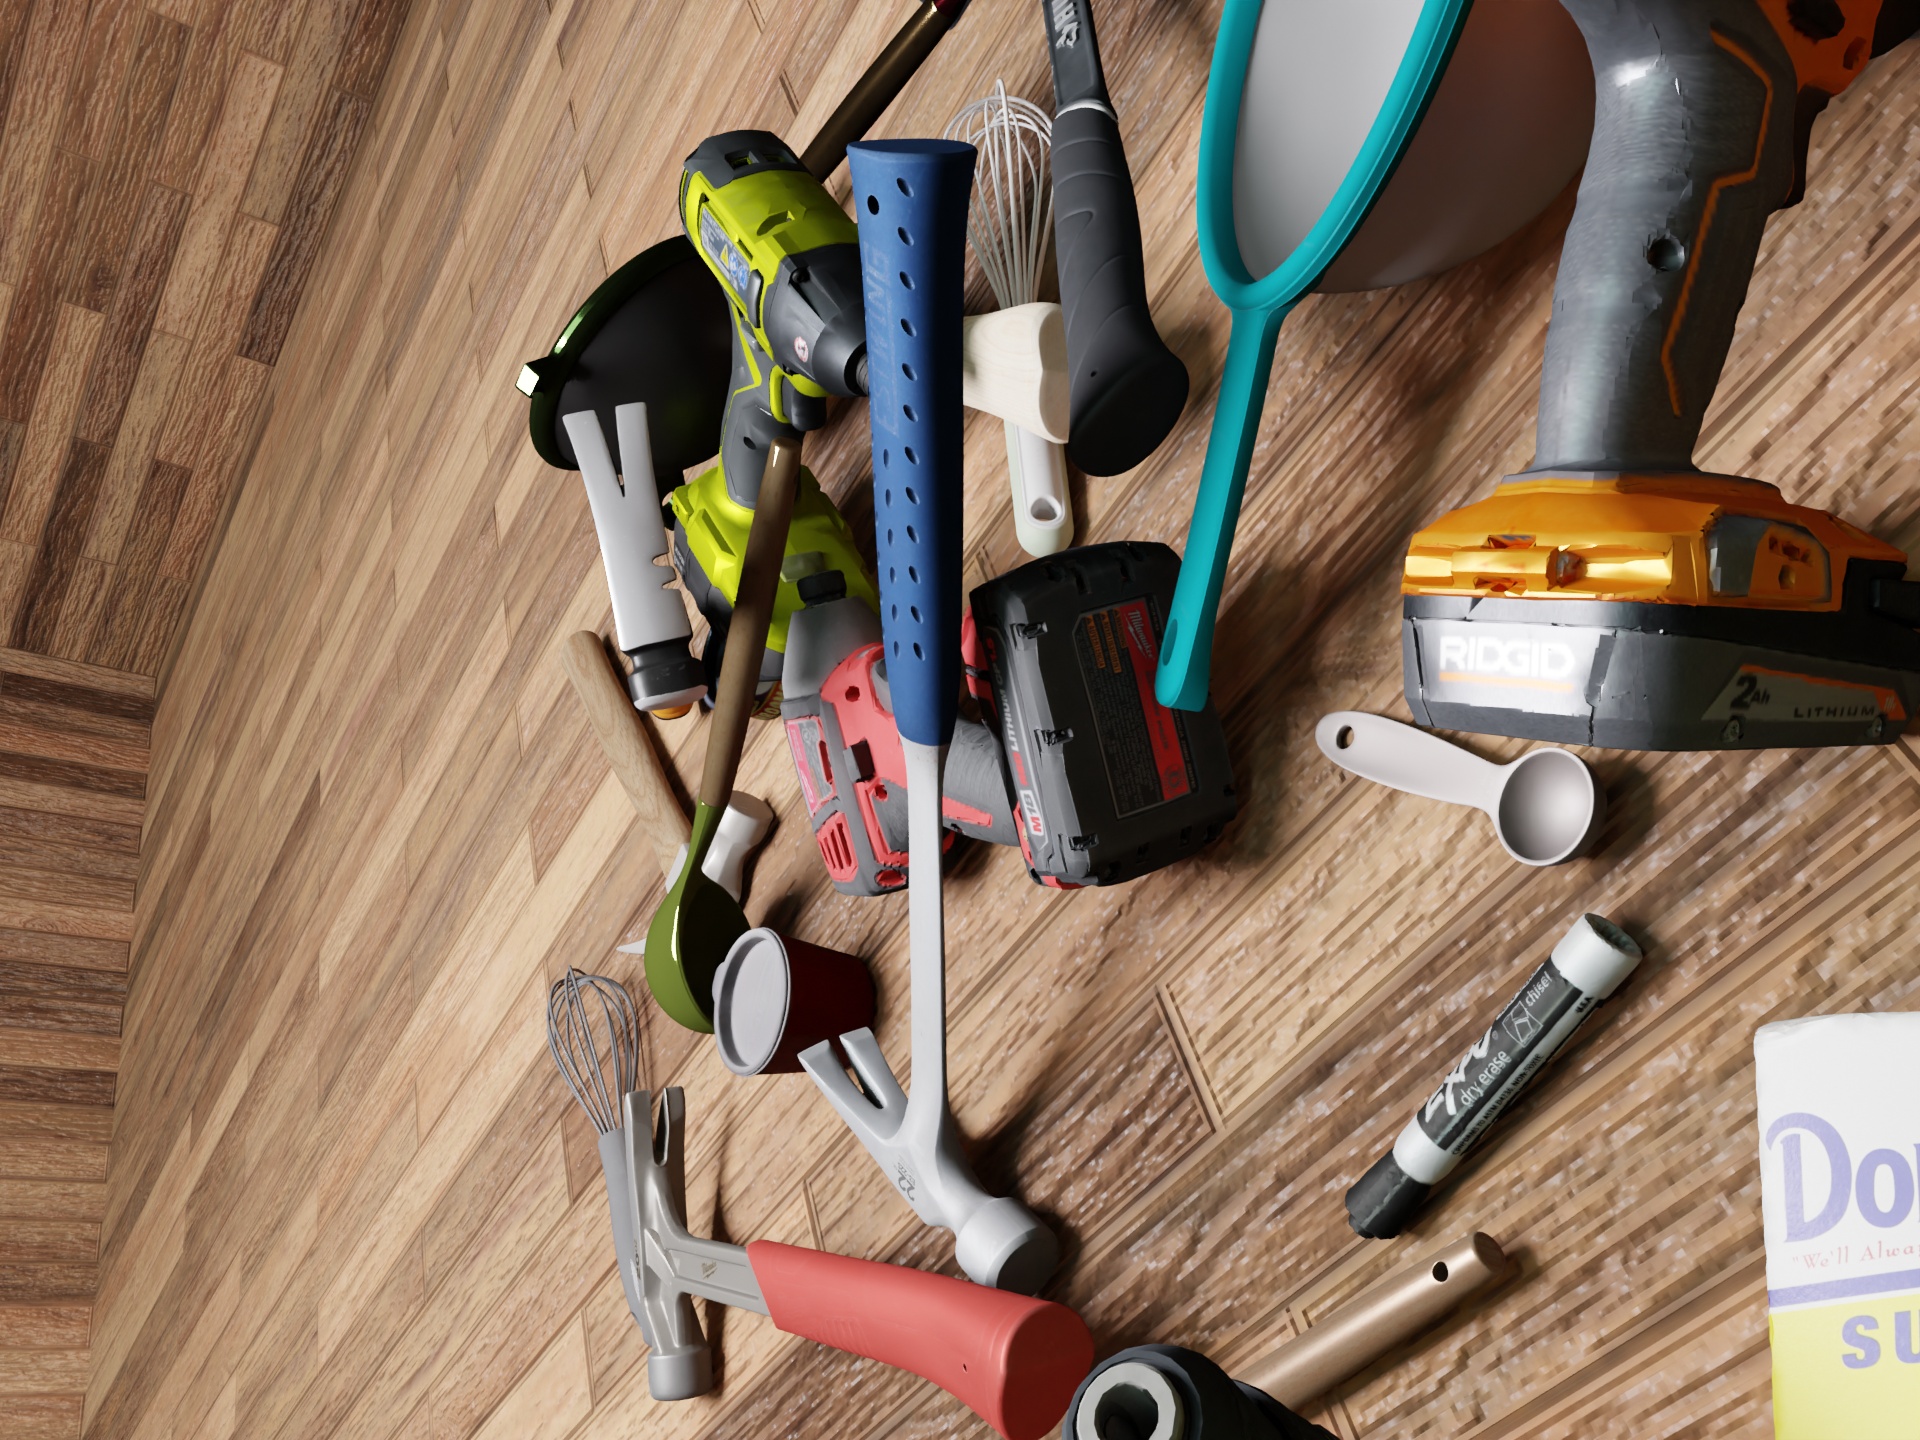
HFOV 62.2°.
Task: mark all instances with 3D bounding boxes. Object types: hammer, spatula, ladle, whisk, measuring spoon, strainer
[{"bbox_3d":[-0.063,0.228,0.660,0.359,0.036,0.149,-21,72,57],"label":"hammer"},{"bbox_3d":[0.065,0.248,0.526,0.315,0.018,0.060,-51,41,34],"label":"spatula"},{"bbox_3d":[0.044,-0.249,0.643,0.149,0.036,0.409,-30,44,31],"label":"hammer"},{"bbox_3d":[-0.099,0.019,0.741,0.078,0.062,0.320,-71,-2,-58],"label":"ladle"},{"bbox_3d":[-0.202,0.031,0.991,0.130,0.031,0.332,-64,35,17],"label":"hammer"},{"bbox_3d":[-0.155,-0.050,0.801,0.337,0.034,0.127,143,114,-79],"label":"hammer"},{"bbox_3d":[-0.021,-0.301,0.707,0.315,0.031,0.069,-30,45,52],"label":"ladle"},{"bbox_3d":[-0.045,-0.182,0.782,0.411,0.038,0.146,-140,54,-58],"label":"hammer"},{"bbox_3d":[-0.192,0.237,0.889,0.055,0.055,0.239,-53,44,31],"label":"whisk"},{"bbox_3d":[0.152,0.016,0.491,0.124,0.018,0.034,27,101,63],"label":"measuring spoon"},{"bbox_3d":[0.027,-0.186,0.722,0.059,0.058,0.246,94,171,-69],"label":"whisk"},{"bbox_3d":[-0.017,0.011,0.557,0.144,0.035,0.405,33,132,48],"label":"hammer"},{"bbox_3d":[0.140,-0.161,0.501,0.211,0.095,0.340,-117,37,-73],"label":"strainer"},{"bbox_3d":[-0.153,-0.157,0.886,0.151,0.069,0.256,-45,-11,-18],"label":"strainer"}]

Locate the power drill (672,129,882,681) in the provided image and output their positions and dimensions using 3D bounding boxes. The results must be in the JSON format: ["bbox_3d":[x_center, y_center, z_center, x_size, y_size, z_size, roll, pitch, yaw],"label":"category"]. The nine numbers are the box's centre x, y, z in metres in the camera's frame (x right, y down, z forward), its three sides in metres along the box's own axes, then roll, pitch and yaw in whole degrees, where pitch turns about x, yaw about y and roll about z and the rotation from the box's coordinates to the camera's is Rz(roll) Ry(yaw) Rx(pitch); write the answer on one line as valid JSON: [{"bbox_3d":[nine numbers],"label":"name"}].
[{"bbox_3d":[-0.078,-0.131,0.737,0.171,0.080,0.223,56,150,35],"label":"power drill"}]

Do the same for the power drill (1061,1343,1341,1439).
[{"bbox_3d":[0.115,0.233,0.317,0.080,0.190,0.229,-41,40,-9],"label":"power drill"}]

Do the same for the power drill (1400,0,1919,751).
[{"bbox_3d":[0.184,-0.109,0.381,0.084,0.164,0.226,9,98,57],"label":"power drill"}]

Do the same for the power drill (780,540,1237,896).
[{"bbox_3d":[-0.001,-0.002,0.632,0.220,0.078,0.143,-8,97,57],"label":"power drill"}]
